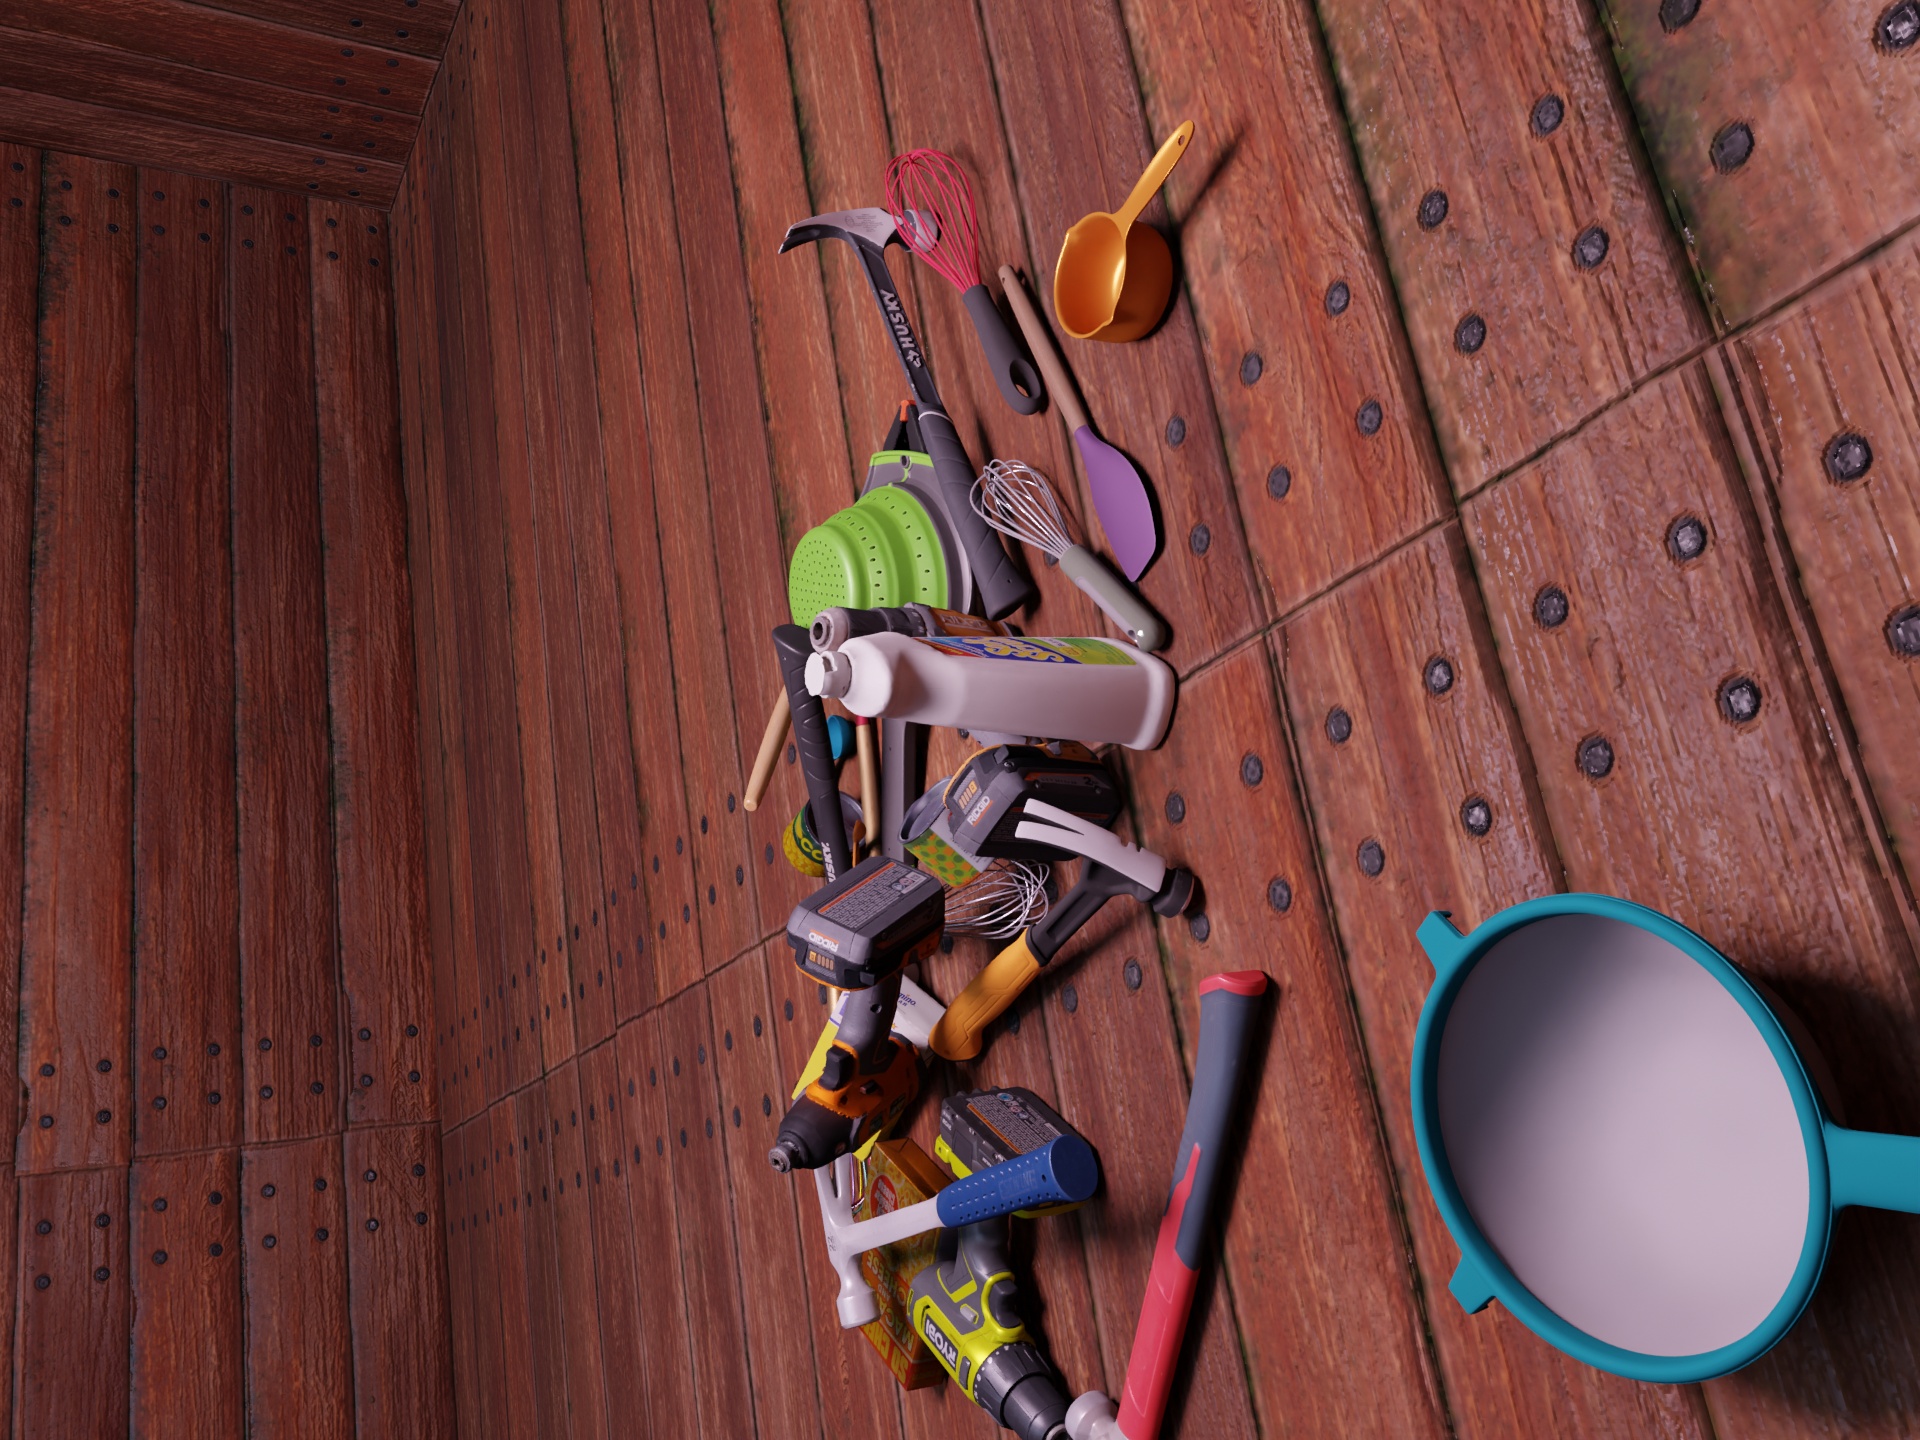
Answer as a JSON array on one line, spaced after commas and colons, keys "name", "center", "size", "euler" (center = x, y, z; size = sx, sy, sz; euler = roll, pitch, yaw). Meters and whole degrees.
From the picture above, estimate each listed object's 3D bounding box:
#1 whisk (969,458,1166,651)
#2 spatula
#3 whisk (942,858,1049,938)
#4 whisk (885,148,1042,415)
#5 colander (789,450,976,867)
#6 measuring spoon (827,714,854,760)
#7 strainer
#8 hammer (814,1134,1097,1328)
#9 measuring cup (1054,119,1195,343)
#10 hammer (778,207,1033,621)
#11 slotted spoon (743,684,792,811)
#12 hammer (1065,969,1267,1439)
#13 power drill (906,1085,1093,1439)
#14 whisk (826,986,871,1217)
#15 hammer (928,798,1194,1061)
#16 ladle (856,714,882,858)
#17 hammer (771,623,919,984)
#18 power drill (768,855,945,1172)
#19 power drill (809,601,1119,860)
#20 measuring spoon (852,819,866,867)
[{"name": "whisk", "center": [0.079, -0.125, 1.187], "size": [0.247, 0.059, 0.057], "euler": [52, 170, 42]}, {"name": "spatula", "center": [0.085, -0.239, 1.207], "size": [0.059, 0.018, 0.316], "euler": [-61, 41, 47]}, {"name": "whisk", "center": [-0.030, 0.163, 1.299], "size": [0.284, 0.070, 0.070], "euler": [-24, 68, 44]}, {"name": "whisk", "center": [0.005, -0.365, 1.311], "size": [0.073, 0.073, 0.296], "euler": [-51, 52, 45]}, {"name": "colander", "center": [-0.083, -0.031, 1.367], "size": [0.205, 0.094, 0.397], "euler": [15, 108, 53]}, {"name": "measuring spoon", "center": [-0.122, 0.047, 1.546], "size": [0.042, 0.021, 0.128], "euler": [59, 145, 41]}, {"name": "strainer", "center": [0.351, 0.175, 0.672], "size": [0.340, 0.095, 0.211], "euler": [-11, 82, 56]}, {"name": "hammer", "center": [-0.017, 0.358, 1.178], "size": [0.405, 0.035, 0.144], "euler": [-42, 58, 54]}, {"name": "measuring cup", "center": [0.131, -0.338, 1.106], "size": [0.173, 0.052, 0.095], "euler": [-52, 46, 42]}, {"name": "hammer", "center": [-0.030, -0.263, 1.315], "size": [0.036, 0.149, 0.409], "euler": [-50, 55, 53]}, {"name": "slotted spoon", "center": [-0.160, -0.016, 1.470], "size": [0.314, 0.031, 0.070], "euler": [-79, 6, -55]}, {"name": "hammer", "center": [0.155, 0.349, 1.042], "size": [0.143, 0.038, 0.386], "euler": [30, 114, 54]}, {"name": "power drill", "center": [0.035, 0.414, 1.204], "size": [0.191, 0.080, 0.228], "euler": [29, 116, 56]}, {"name": "whisk", "center": [-0.111, 0.340, 1.483], "size": [0.051, 0.047, 0.245], "euler": [-30, 60, 56]}, {"name": "hammer", "center": [0.041, 0.175, 1.188], "size": [0.336, 0.127, 0.034], "euler": [-56, 10, 50]}, {"name": "ladle", "center": [-0.087, 0.030, 1.475], "size": [0.069, 0.031, 0.315], "euler": [-24, 70, 61]}, {"name": "hammer", "center": [-0.120, 0.076, 1.386], "size": [0.146, 0.035, 0.334], "euler": [13, 121, 45]}, {"name": "power drill", "center": [-0.085, 0.236, 1.224], "size": [0.084, 0.164, 0.226], "euler": [21, 120, 28]}, {"name": "power drill", "center": [-0.002, -0.004, 1.183], "size": [0.084, 0.185, 0.226], "euler": [-56, 46, 30]}, {"name": "measuring spoon", "center": [-0.091, 0.137, 1.462], "size": [0.021, 0.011, 0.116], "euler": [-72, -12, -49]}]
